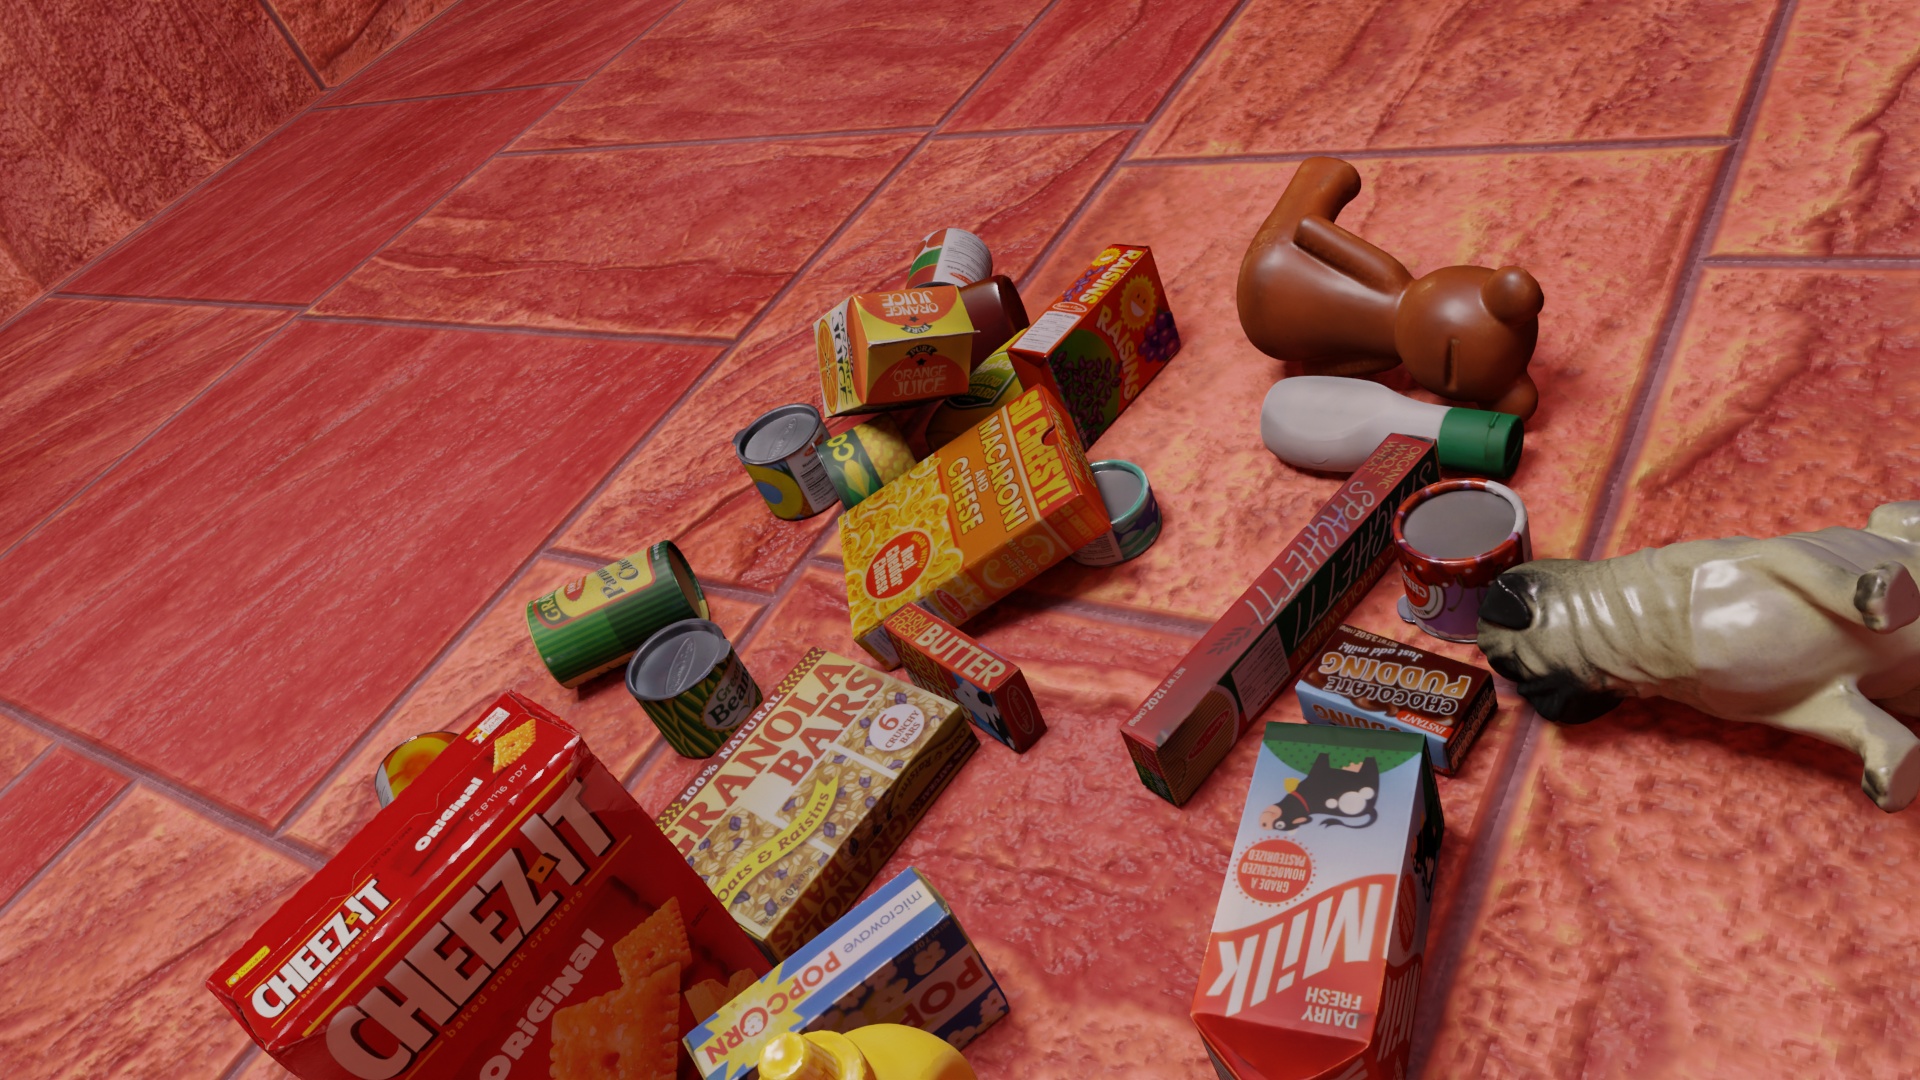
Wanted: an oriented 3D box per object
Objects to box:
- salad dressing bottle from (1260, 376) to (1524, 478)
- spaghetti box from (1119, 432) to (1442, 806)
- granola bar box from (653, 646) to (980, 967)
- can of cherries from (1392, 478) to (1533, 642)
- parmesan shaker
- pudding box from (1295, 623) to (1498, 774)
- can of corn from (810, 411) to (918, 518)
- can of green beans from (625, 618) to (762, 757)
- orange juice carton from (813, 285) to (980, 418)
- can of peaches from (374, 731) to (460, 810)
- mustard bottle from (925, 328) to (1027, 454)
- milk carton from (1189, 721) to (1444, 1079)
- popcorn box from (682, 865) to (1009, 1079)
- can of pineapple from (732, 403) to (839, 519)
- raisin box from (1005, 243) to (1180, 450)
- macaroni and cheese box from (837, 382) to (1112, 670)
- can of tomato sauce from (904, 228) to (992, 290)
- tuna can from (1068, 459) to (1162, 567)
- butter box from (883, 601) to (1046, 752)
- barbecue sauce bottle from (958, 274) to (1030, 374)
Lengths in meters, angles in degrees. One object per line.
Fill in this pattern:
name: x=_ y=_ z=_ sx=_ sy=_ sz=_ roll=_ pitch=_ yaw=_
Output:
salad dressing bottle: x=0.254 y=-0.065 z=0.825 sx=0.147 sy=0.043 sz=0.064 roll=13 pitch=51 yaw=37
spaghetti box: x=0.178 y=0.036 z=0.743 sx=0.251 sy=0.050 sz=0.029 roll=-43 pitch=42 yaw=-22
granola bar box: x=-0.088 y=0.143 z=0.774 sx=0.124 sy=0.039 sz=0.166 roll=16 pitch=53 yaw=41
can of cherries: x=0.259 y=0.010 z=0.721 sx=0.071 sy=0.058 sz=0.072 roll=-15 pitch=39 yaw=13
parmesan shaker: x=-0.231 y=0.048 z=0.942 sx=0.103 sy=0.071 sz=0.071 roll=-25 pitch=38 yaw=0
pudding box: x=0.215 y=0.078 z=0.690 sx=0.084 sy=0.030 sz=0.050 roll=19 pitch=57 yaw=42
can of corn: x=-0.062 y=-0.050 z=0.958 sx=0.058 sy=0.071 sz=0.071 roll=-27 pitch=38 yaw=-3
can of green beans: x=-0.164 y=0.092 z=0.860 sx=0.071 sy=0.057 sz=0.071 roll=-15 pitch=39 yaw=13
orange juice carton: x=-0.046 y=-0.127 z=0.944 sx=0.072 sy=0.073 sz=0.192 roll=-8 pitch=3 yaw=-15
can of peaches: x=-0.321 y=0.160 z=0.861 sx=0.071 sy=0.071 sz=0.058 roll=-35 pitch=39 yaw=-11
mustard bottle: x=0.040 y=-0.112 z=0.990 sx=0.065 sy=0.048 sz=0.161 roll=9 pitch=50 yaw=42
milk carton: x=0.150 y=0.173 z=0.582 sx=0.073 sy=0.072 sz=0.191 roll=0 pitch=45 yaw=29
popcorn box: x=-0.048 y=0.218 z=0.629 sx=0.127 sy=0.085 sz=0.038 roll=-35 pitch=40 yaw=-12
can of pineapple: x=-0.122 y=-0.058 z=1.010 sx=0.071 sy=0.057 sz=0.071 roll=-15 pitch=39 yaw=13
raisin box: x=0.095 y=-0.134 z=0.957 sx=0.040 sy=0.085 sz=0.124 roll=16 pitch=54 yaw=43
macaroni and cheese box: x=0.003 y=-0.011 z=0.868 sx=0.166 sy=0.040 sz=0.124 roll=-33 pitch=36 yaw=15
can of tomato sauce: x=-0.012 y=-0.199 z=1.107 sx=0.071 sy=0.071 sz=0.083 roll=-11 pitch=40 yaw=18
tuna can: x=0.091 y=-0.020 z=0.869 sx=0.071 sy=0.032 sz=0.071 roll=-15 pitch=40 yaw=13
butter box: x=0.001 y=0.076 z=0.791 sx=0.024 sy=0.053 sz=0.103 roll=-40 pitch=40 yaw=-20
barbecue sauce bottle: x=-0.022 y=-0.150 z=1.062 sx=0.148 sy=0.064 sz=0.044 roll=-17 pitch=13 yaw=24
